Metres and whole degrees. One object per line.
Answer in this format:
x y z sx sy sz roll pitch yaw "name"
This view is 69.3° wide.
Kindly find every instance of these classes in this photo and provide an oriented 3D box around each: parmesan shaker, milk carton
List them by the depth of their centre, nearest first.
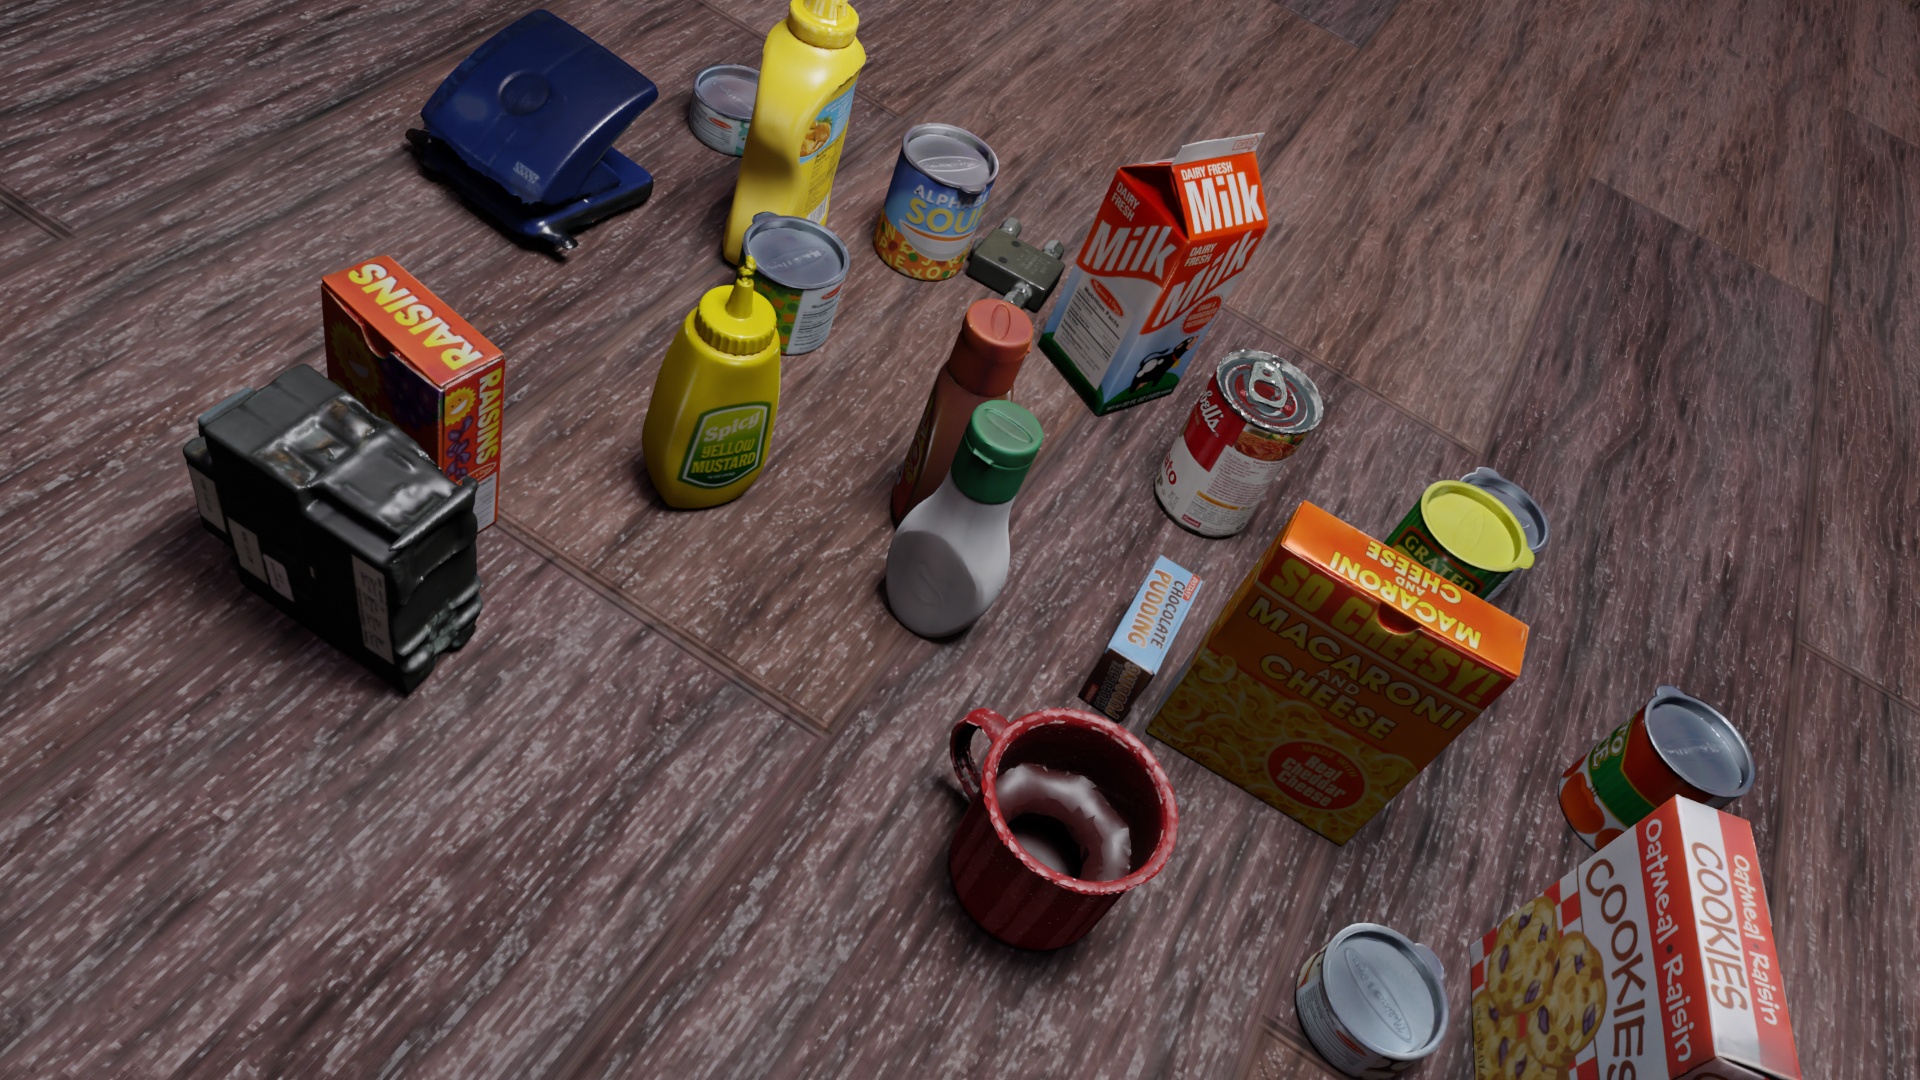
0.279 0.024 0.824 0.071 0.102 0.072 11 48 -12 "parmesan shaker"
0.126 -0.175 0.875 0.072 0.189 0.073 -19 60 -33 "milk carton"

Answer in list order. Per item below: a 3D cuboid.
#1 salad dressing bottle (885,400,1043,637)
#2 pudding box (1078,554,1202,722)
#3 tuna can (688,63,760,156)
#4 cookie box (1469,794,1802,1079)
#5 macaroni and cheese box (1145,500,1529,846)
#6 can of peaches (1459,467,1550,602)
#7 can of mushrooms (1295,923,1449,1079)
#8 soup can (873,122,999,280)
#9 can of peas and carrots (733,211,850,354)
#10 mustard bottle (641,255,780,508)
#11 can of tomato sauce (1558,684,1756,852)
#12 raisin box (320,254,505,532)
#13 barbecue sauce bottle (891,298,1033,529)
0.003 -0.009 0.715 0.064 0.146 0.044 36 48 11 "salad dressing bottle"
0.100 0.053 0.766 0.030 0.049 0.084 31 47 6 "pudding box"
-0.157 -0.306 0.986 0.071 0.032 0.071 11 48 -12 "tuna can"
0.295 0.210 0.627 0.040 0.166 0.123 20 47 -4 "cookie box"
0.184 0.073 0.702 0.124 0.165 0.040 30 47 5 "macaroni and cheese box"
0.335 -0.003 0.898 0.071 0.057 0.071 11 48 -12 "can of peaches"
0.200 0.222 0.671 0.071 0.033 0.071 11 48 -12 "can of mushrooms"
-0.017 -0.225 0.936 0.071 0.083 0.072 11 48 -12 "soup can"
-0.109 -0.159 0.861 0.071 0.058 0.071 11 48 -12 "can of peas and carrots"
-0.125 -0.082 0.720 0.065 0.159 0.049 -14 58 -30 "mustard bottle"
0.390 0.134 0.786 0.071 0.082 0.071 11 48 -12 "can of tomato sauce"
-0.266 -0.064 0.675 0.086 0.122 0.040 40 49 14 "raisin box"
0.001 -0.066 0.763 0.044 0.147 0.065 16 48 -8 "barbecue sauce bottle"
